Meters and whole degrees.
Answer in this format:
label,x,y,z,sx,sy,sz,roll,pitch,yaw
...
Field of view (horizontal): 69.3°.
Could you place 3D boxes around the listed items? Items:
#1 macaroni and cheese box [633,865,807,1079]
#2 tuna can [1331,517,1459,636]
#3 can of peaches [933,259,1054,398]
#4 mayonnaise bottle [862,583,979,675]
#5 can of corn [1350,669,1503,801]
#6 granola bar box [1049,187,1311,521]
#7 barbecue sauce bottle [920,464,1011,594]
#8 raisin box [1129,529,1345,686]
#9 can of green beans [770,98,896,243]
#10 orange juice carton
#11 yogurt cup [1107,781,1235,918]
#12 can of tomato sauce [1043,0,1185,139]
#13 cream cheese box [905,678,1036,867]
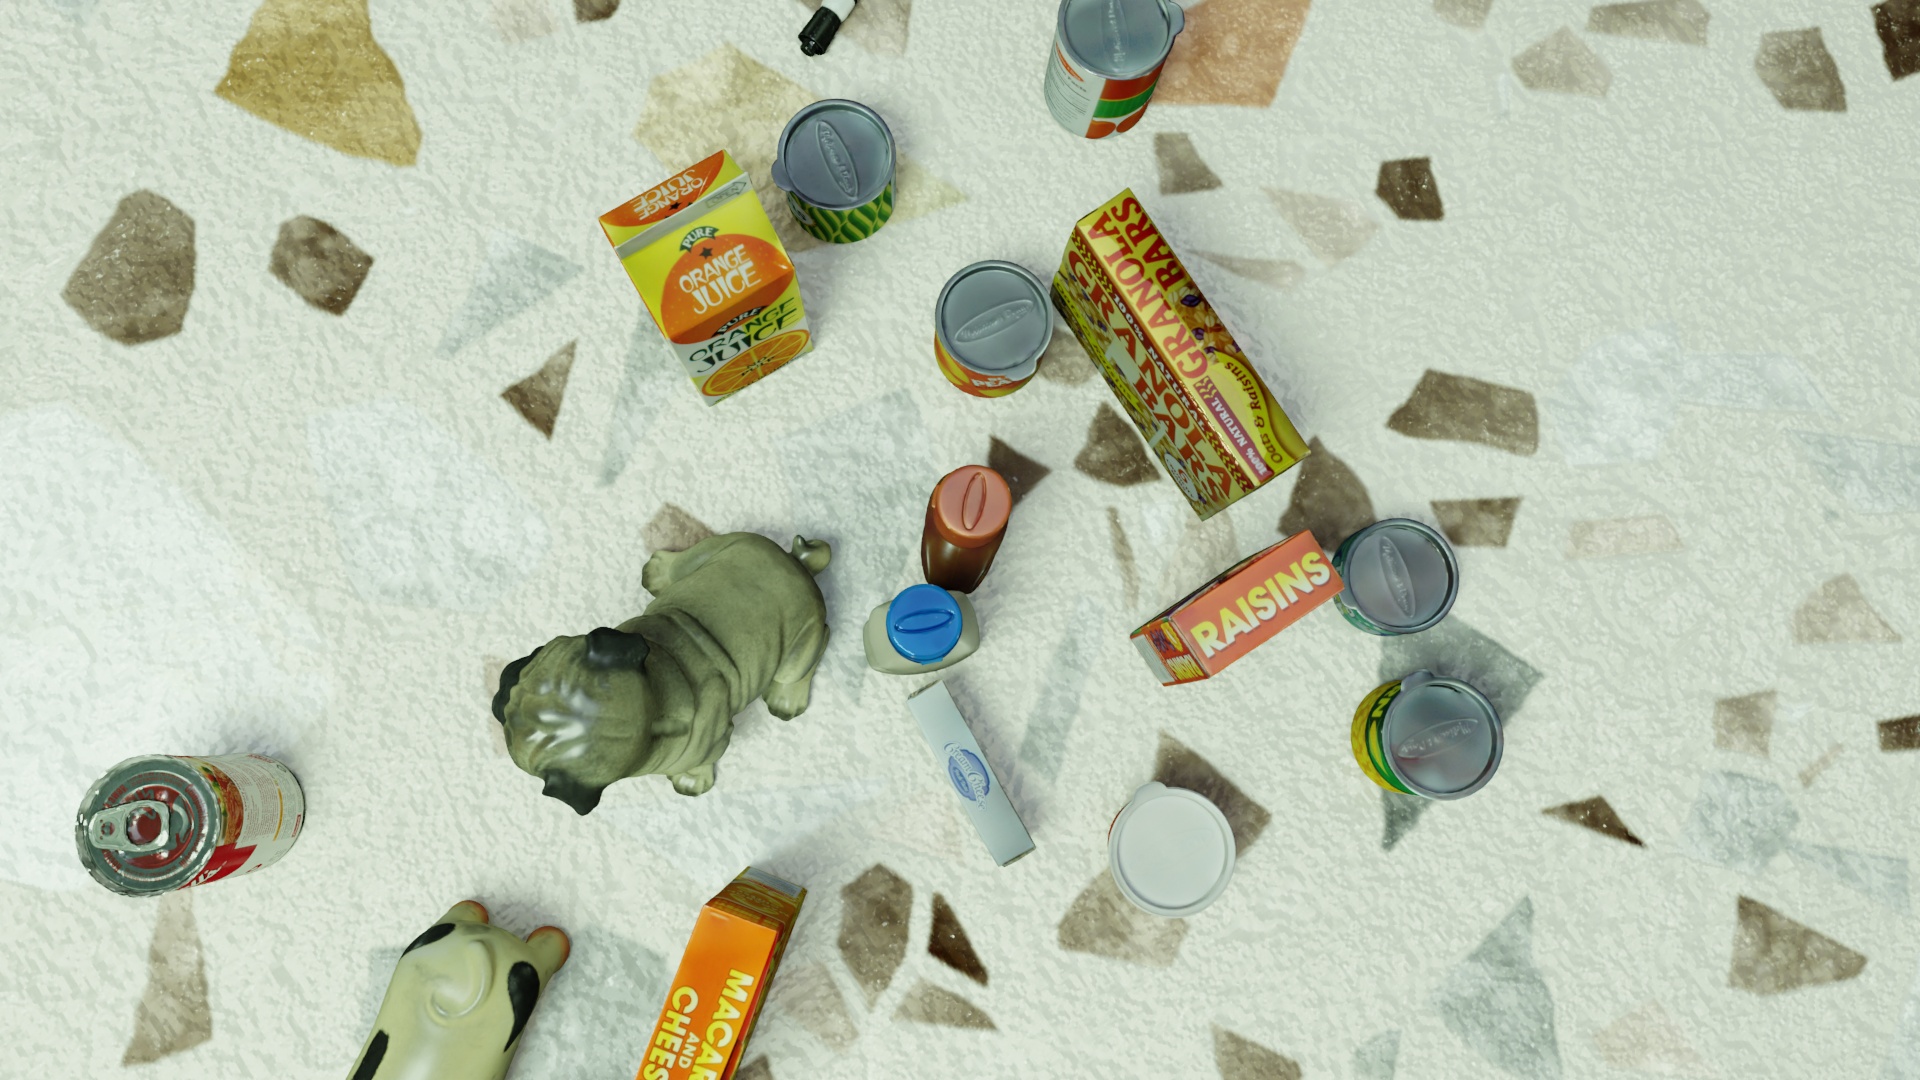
label,x,y,z,sx,sy,sz,roll,pitch,yaw
macaroni and cheese box,-0.119,0.232,0.680,0.040,0.166,0.124,21,82,0
tuna can,0.245,0.023,0.795,0.071,0.033,0.071,0,82,-3
can of peaches,0.019,-0.117,0.791,0.071,0.058,0.071,0,82,-3
mayonnaise bottle,-0.020,0.047,0.720,0.065,0.148,0.041,-11,83,-4
can of corn,0.256,0.107,0.770,0.071,0.058,0.071,0,82,-3
granola bar box,0.113,-0.095,0.759,0.039,0.124,0.165,-33,85,-6
barbecue sauce bottle,0.003,-0.009,0.729,0.044,0.148,0.065,13,82,-1
raisin box,0.144,0.038,0.742,0.086,0.123,0.040,-32,85,-6
can of green beans,-0.070,-0.211,0.801,0.071,0.057,0.071,0,82,-3
orange juice carton,-0.130,-0.136,0.719,0.072,0.192,0.073,-30,85,-6
yogurt cup,0.111,0.168,0.757,0.072,0.054,0.072,0,82,-3
can of tomato sauce,0.086,-0.280,0.806,0.071,0.083,0.071,0,82,-3
cream cheese box,0.004,0.126,0.758,0.024,0.053,0.104,-29,84,-6
